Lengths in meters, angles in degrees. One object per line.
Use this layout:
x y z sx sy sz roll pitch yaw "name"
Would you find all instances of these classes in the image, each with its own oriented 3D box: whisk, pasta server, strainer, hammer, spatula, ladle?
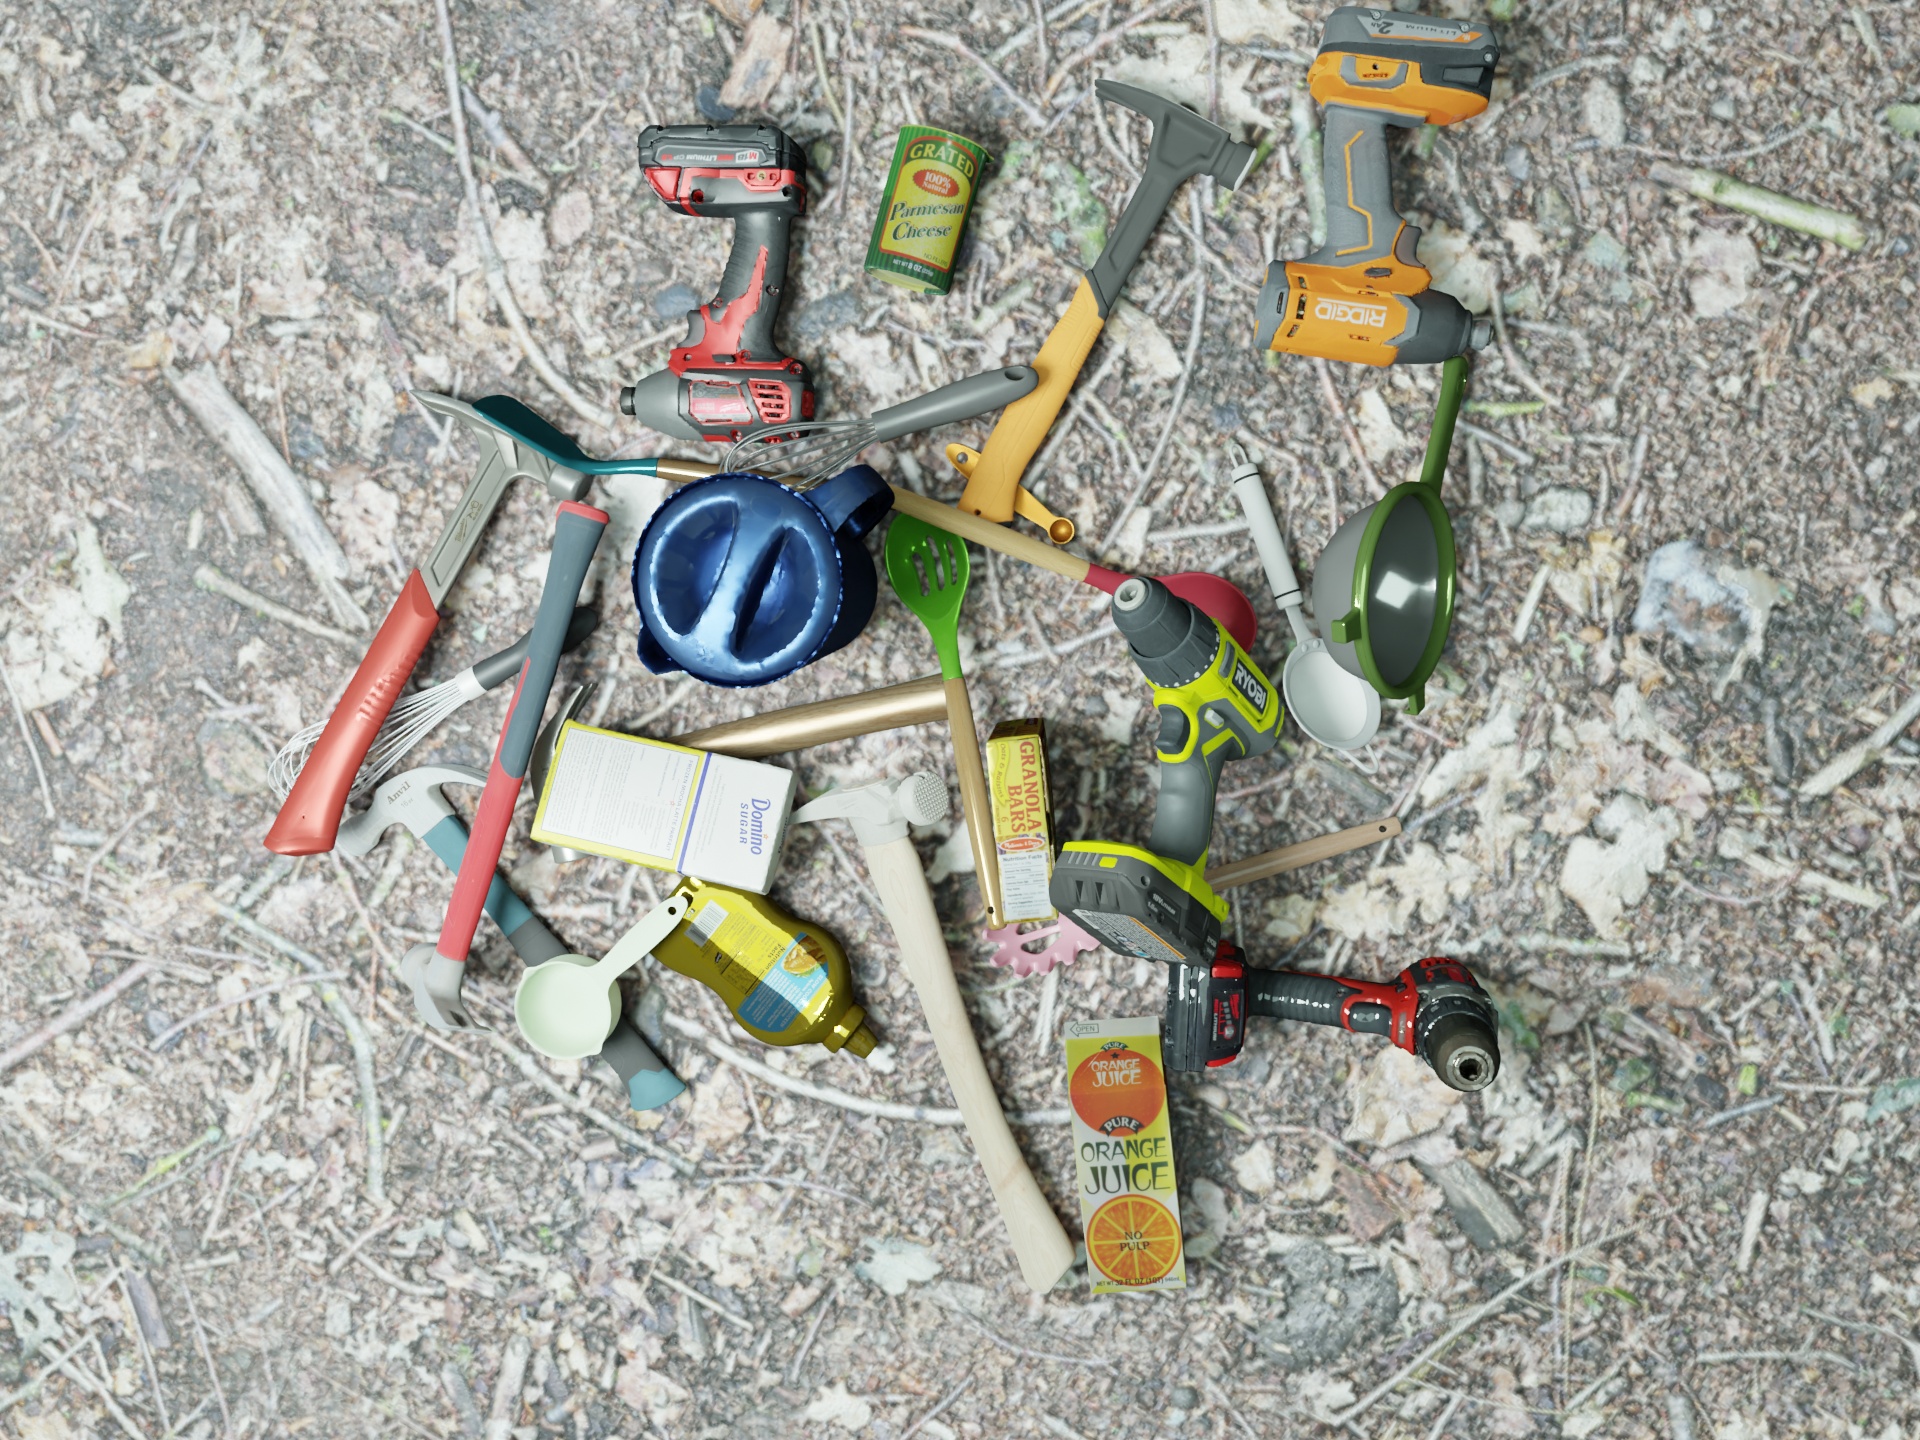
-0.058 -0.207 1.131 0.239 0.055 0.055 -18 92 4 "whisk"
0.171 0.123 1.175 0.316 0.040 0.060 -18 81 6 "pasta server"
0.241 -0.080 1.152 0.087 0.050 0.258 -16 85 -32 "strainer"
-0.010 0.238 1.188 0.146 0.038 0.410 -12 101 41 "hammer"
-0.402 -0.013 1.218 0.284 0.070 0.070 -29 91 3 "whisk"
0.079 -0.289 1.150 0.127 0.034 0.337 29 95 2 "hammer"
-0.198 -0.195 1.182 0.317 0.082 0.044 8 107 -1 "spatula"
0.066 -0.115 1.145 0.315 0.031 0.069 21 99 -8 "ladle"
-0.167 0.012 1.206 0.331 0.031 0.130 -12 93 6 "hammer"
-0.334 0.171 1.234 0.128 0.033 0.331 -40 90 8 "hammer"
0.301 -0.141 1.123 0.069 0.151 0.256 6 74 39 "strainer"
-0.423 -0.066 1.182 0.149 0.036 0.359 26 82 2 "hammer"
-0.321 0.031 1.150 0.038 0.143 0.386 17 91 -32 "hammer"

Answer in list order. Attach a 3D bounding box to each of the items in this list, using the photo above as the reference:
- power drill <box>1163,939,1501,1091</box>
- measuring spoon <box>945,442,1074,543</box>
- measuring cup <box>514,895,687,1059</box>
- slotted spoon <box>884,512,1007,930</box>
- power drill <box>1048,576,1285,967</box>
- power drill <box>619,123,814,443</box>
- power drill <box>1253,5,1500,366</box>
0.257 0.205 1.100 0.227 0.188 0.080 3 96 10 "power drill"
0.036 -0.169 1.183 0.117 0.011 0.021 37 95 6 "measuring spoon"
-0.259 0.183 1.188 0.167 0.038 0.083 -42 89 10 "measuring cup"
-0.002 -0.004 1.153 0.070 0.031 0.314 -17 78 29 "slotted spoon"
0.137 0.033 1.067 0.080 0.190 0.229 1 64 38 "power drill"
-0.179 -0.314 1.163 0.143 0.078 0.219 2 98 6 "power drill"
0.304 -0.361 1.106 0.164 0.084 0.226 10 100 5 "power drill"
